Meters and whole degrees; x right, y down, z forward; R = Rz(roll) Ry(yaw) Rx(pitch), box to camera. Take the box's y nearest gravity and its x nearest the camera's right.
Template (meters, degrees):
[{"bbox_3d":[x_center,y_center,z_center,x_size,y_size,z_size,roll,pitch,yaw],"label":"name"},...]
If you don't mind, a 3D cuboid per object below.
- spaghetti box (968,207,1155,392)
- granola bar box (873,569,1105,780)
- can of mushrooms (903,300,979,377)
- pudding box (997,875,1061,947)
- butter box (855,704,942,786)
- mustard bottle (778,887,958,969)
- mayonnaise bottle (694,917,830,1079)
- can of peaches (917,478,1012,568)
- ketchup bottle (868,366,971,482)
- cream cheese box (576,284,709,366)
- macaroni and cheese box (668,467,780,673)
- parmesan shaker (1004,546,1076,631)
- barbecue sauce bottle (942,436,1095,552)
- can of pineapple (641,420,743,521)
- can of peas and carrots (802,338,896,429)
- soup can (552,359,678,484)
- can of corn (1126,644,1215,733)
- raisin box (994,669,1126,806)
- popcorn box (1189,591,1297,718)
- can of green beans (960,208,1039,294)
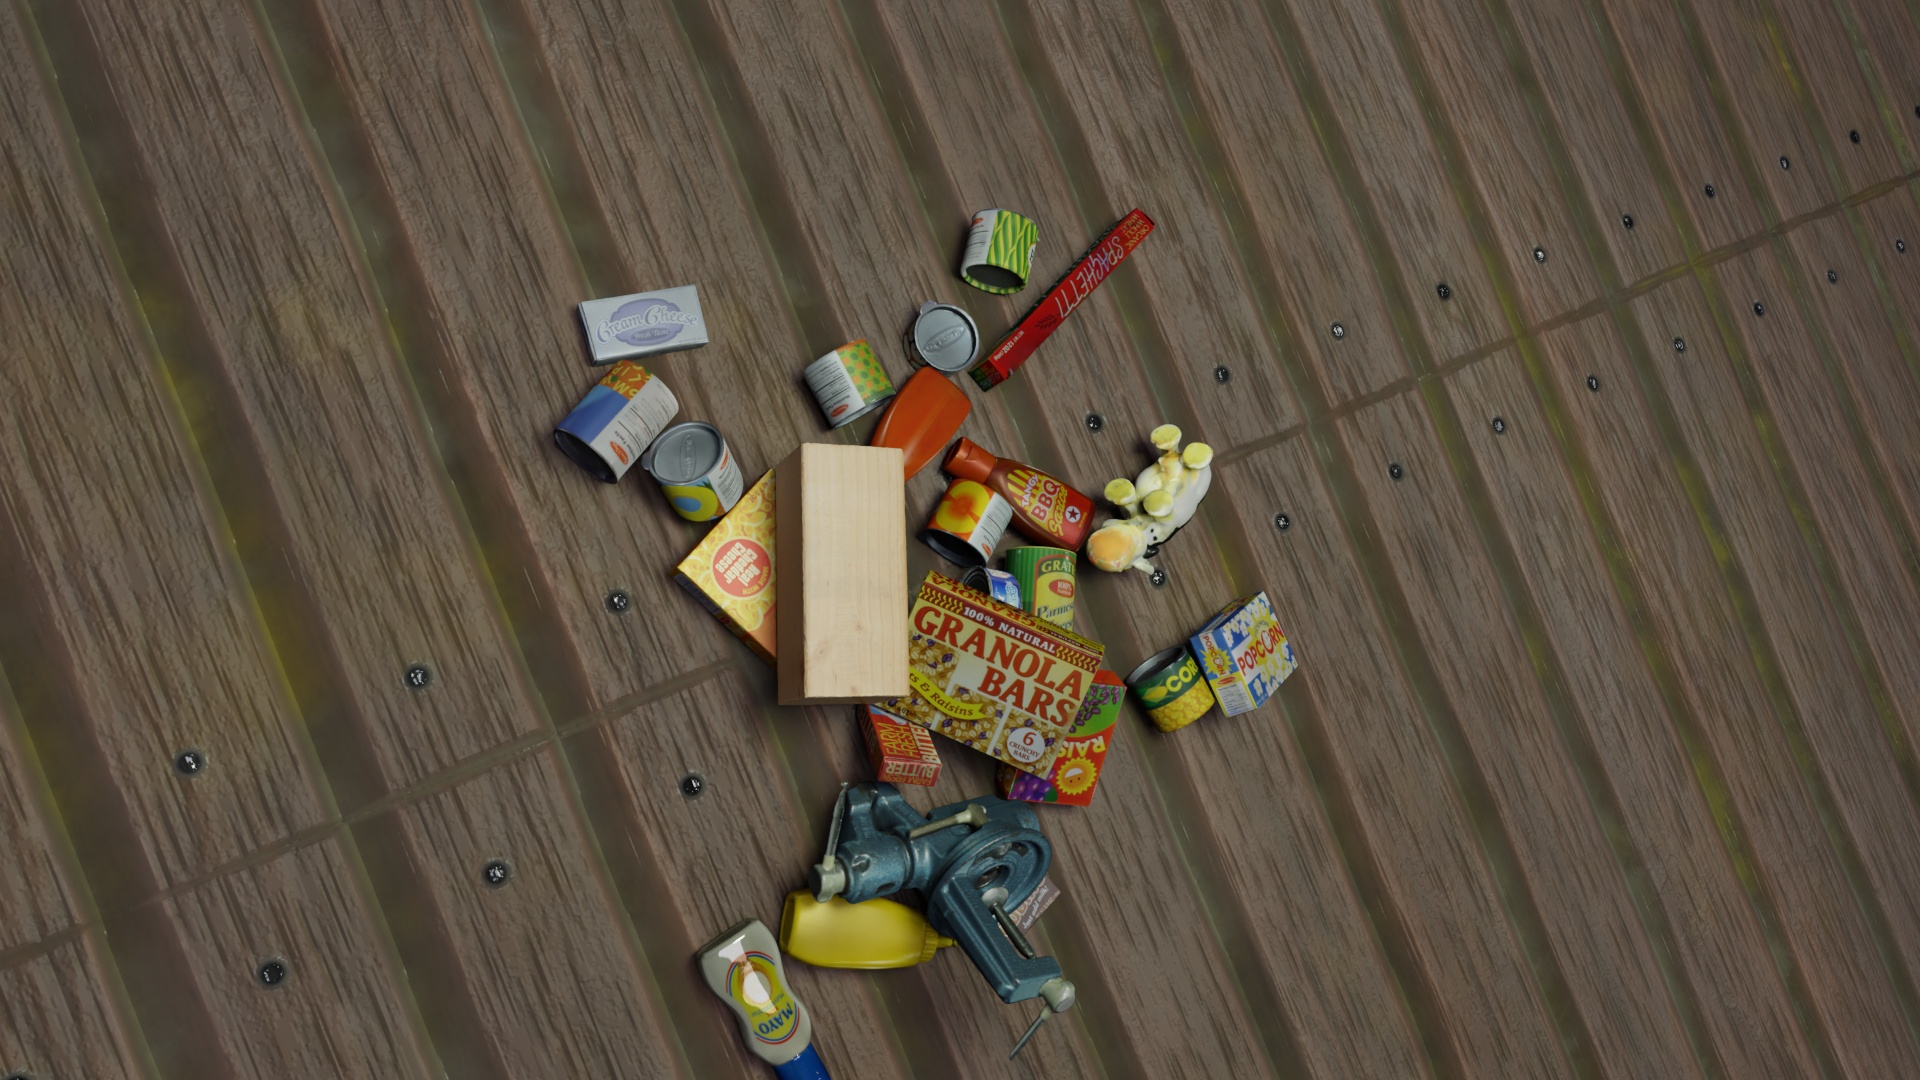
[{"bbox_3d":[0.102,-0.239,1.363,0.028,0.050,0.251,47,66,-10],"label":"spaghetti box"},{"bbox_3d":[0.024,0.115,1.192,0.165,0.039,0.123,23,106,3],"label":"granola bar box"},{"bbox_3d":[-0.019,-0.190,1.310,0.071,0.033,0.071,4,79,-22],"label":"can of mushrooms"},{"bbox_3d":[0.044,0.325,1.240,0.084,0.030,0.049,-43,97,-24],"label":"pudding box"},{"bbox_3d":[-0.054,0.170,1.191,0.053,0.104,0.024,11,112,-20],"label":"butter box"},{"bbox_3d":[-0.072,0.334,1.178,0.160,0.048,0.065,15,76,-21],"label":"mustard bottle"},{"bbox_3d":[-0.156,0.387,1.135,0.065,0.041,0.148,-30,92,-25],"label":"mayonnaise bottle"},{"bbox_3d":[0.005,-0.016,1.270,0.071,0.071,0.058,34,69,-14],"label":"can of peaches"},{"bbox_3d":[-0.053,-0.086,1.270,0.064,0.043,0.149,39,68,-11],"label":"ketchup bottle"},{"bbox_3d":[-0.274,-0.186,1.204,0.104,0.024,0.053,-14,86,-25],"label":"cream cheese box"},{"bbox_3d":[-0.148,0.039,1.206,0.166,0.040,0.124,44,67,-10],"label":"macaroni and cheese box"},{"bbox_3d":[0.074,0.062,1.285,0.071,0.071,0.103,8,77,-22],"label":"parmesan shaker"},{"bbox_3d":[0.054,-0.045,1.308,0.148,0.043,0.065,31,65,-15],"label":"barbecue sauce bottle"},{"bbox_3d":[-0.224,-0.058,1.170,0.071,0.057,0.071,-5,56,8],"label":"can of pineapple"},{"bbox_3d":[-0.099,-0.141,1.250,0.071,0.070,0.058,-30,92,-25],"label":"can of peas and carrots"},{"bbox_3d":[-0.289,-0.100,1.160,0.071,0.071,0.084,41,67,-12],"label":"soup can"},{"bbox_3d":[0.203,0.141,1.321,0.071,0.071,0.058,-36,96,-25],"label":"can of corn"},{"bbox_3d":[0.089,0.175,1.254,0.086,0.040,0.123,9,106,-22],"label":"raisin box"},{"bbox_3d":[0.275,0.109,1.346,0.127,0.038,0.085,-26,91,-56],"label":"popcorn box"},{"bbox_3d":[0.038,-0.277,1.333,0.071,0.071,0.058,18,74,-20],"label":"can of green beans"}]
